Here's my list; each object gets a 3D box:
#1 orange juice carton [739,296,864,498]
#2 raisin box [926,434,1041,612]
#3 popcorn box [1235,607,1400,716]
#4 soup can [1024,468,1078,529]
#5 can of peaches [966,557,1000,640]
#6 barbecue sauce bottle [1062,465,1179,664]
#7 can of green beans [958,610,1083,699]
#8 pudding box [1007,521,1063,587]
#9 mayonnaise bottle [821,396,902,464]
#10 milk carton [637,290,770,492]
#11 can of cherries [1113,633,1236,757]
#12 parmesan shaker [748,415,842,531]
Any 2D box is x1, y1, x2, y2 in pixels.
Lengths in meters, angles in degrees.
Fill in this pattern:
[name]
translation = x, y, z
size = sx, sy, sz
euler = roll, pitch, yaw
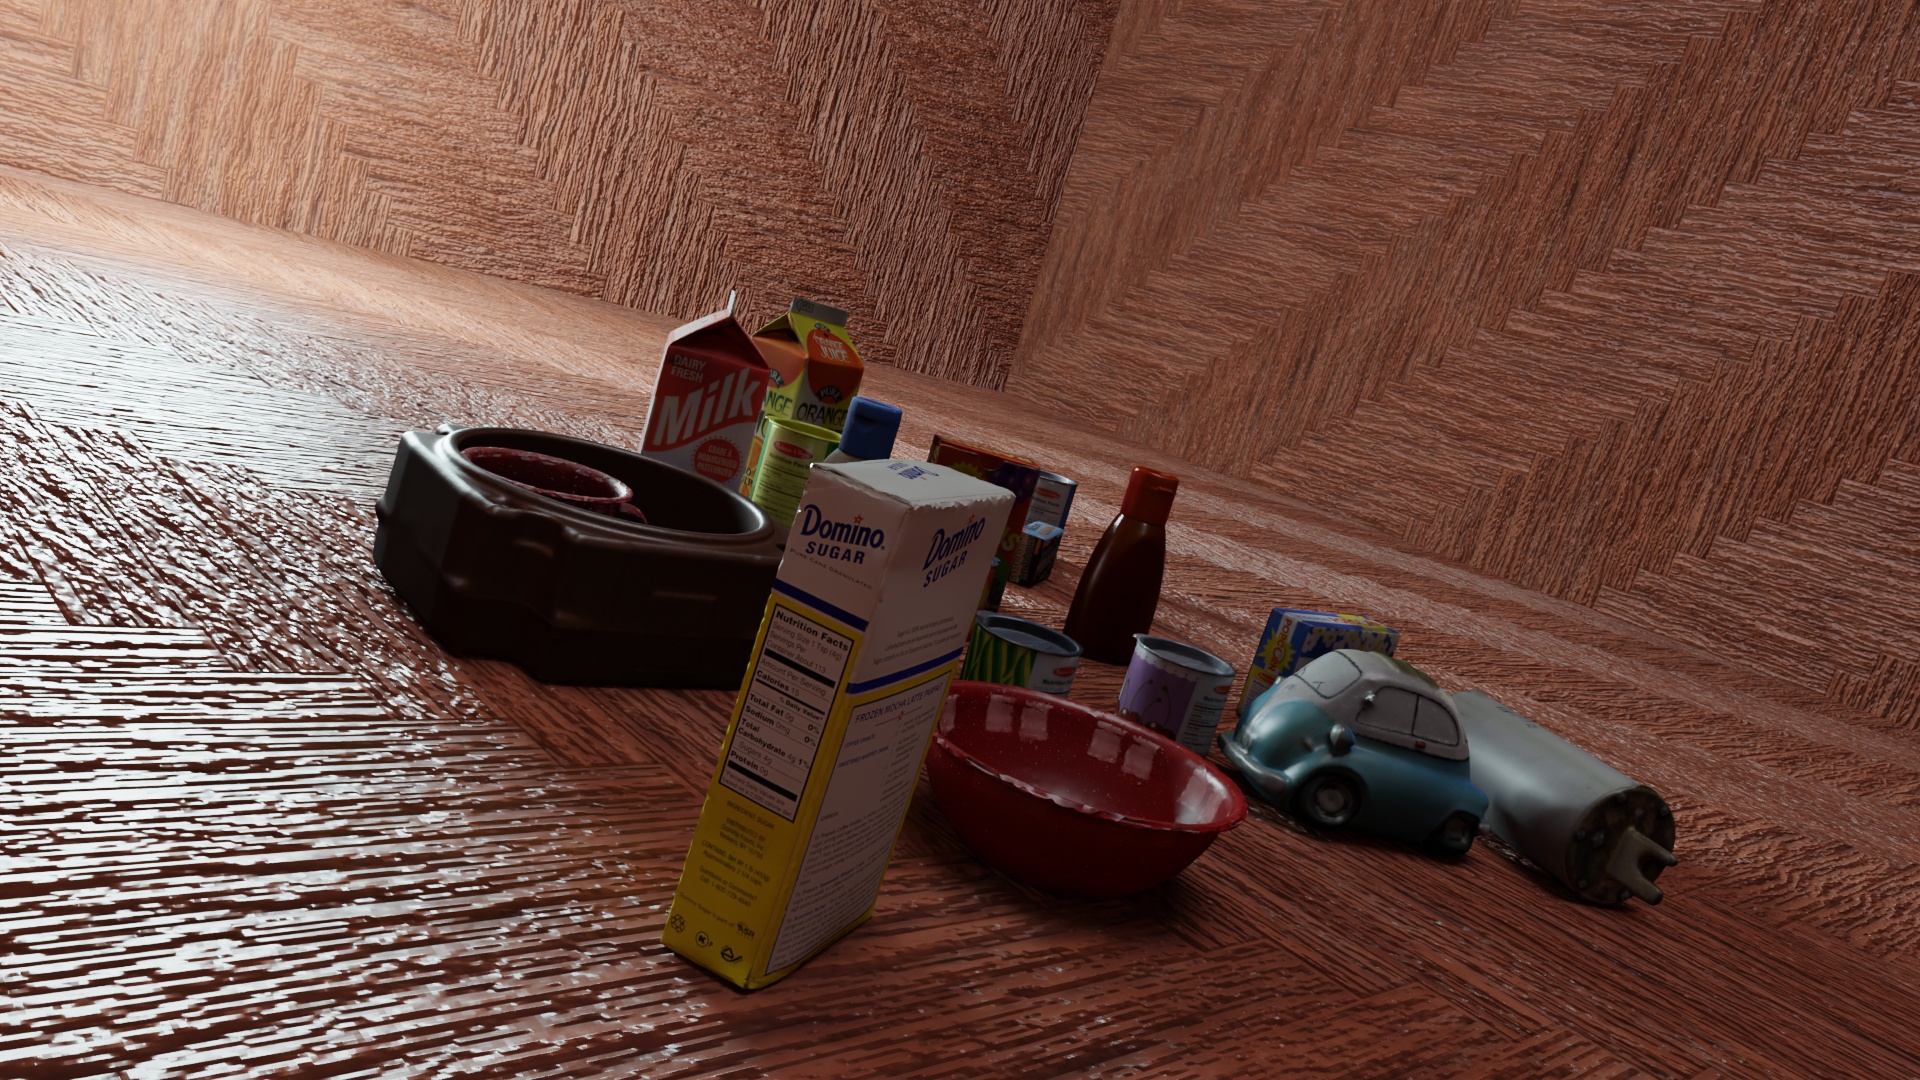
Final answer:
[orange juice carton]
translation = -0.142, -0.107, 1.170
size = 0.073, 0.192, 0.072
euler = 24, 12, 36
[raisin box]
translation = 0.004, -0.014, 1.103
size = 0.086, 0.123, 0.040
euler = 14, 10, -14
[popcorn box]
translation = 0.268, 0.098, 1.035
size = 0.127, 0.085, 0.038
euler = 8, 13, -43
[soup can]
translation = 0.076, -0.028, 1.408
size = 0.071, 0.083, 0.071
euler = 16, 10, -3
[can of peaches]
translation = -0.010, 0.035, 1.005
size = 0.071, 0.058, 0.071
euler = 16, 10, -3
[barbecue sauce bottle]
translation = 0.127, 0.018, 1.057
size = 0.065, 0.148, 0.044
euler = 12, 11, -26
[can of green beans]
translation = 0.033, 0.082, 0.823
size = 0.071, 0.057, 0.071
euler = 16, 10, -3
[pudding box]
translation = 0.067, 0.012, 1.276
size = 0.030, 0.049, 0.084
euler = 19, 10, 14
[mayonnaise bottle]
translation = -0.077, -0.024, 0.953
size = 0.065, 0.147, 0.041
euler = 19, 10, 12
[milk carton]
translation = -0.182, -0.081, 0.972
size = 0.073, 0.190, 0.072
euler = 14, 10, -15
[can of cherries]
translation = 0.135, 0.099, 0.892
size = 0.071, 0.058, 0.071
euler = 16, 10, -3
[parmesan shaker]
translation = -0.130, -0.037, 1.068
size = 0.071, 0.103, 0.071
euler = 16, 10, -3
